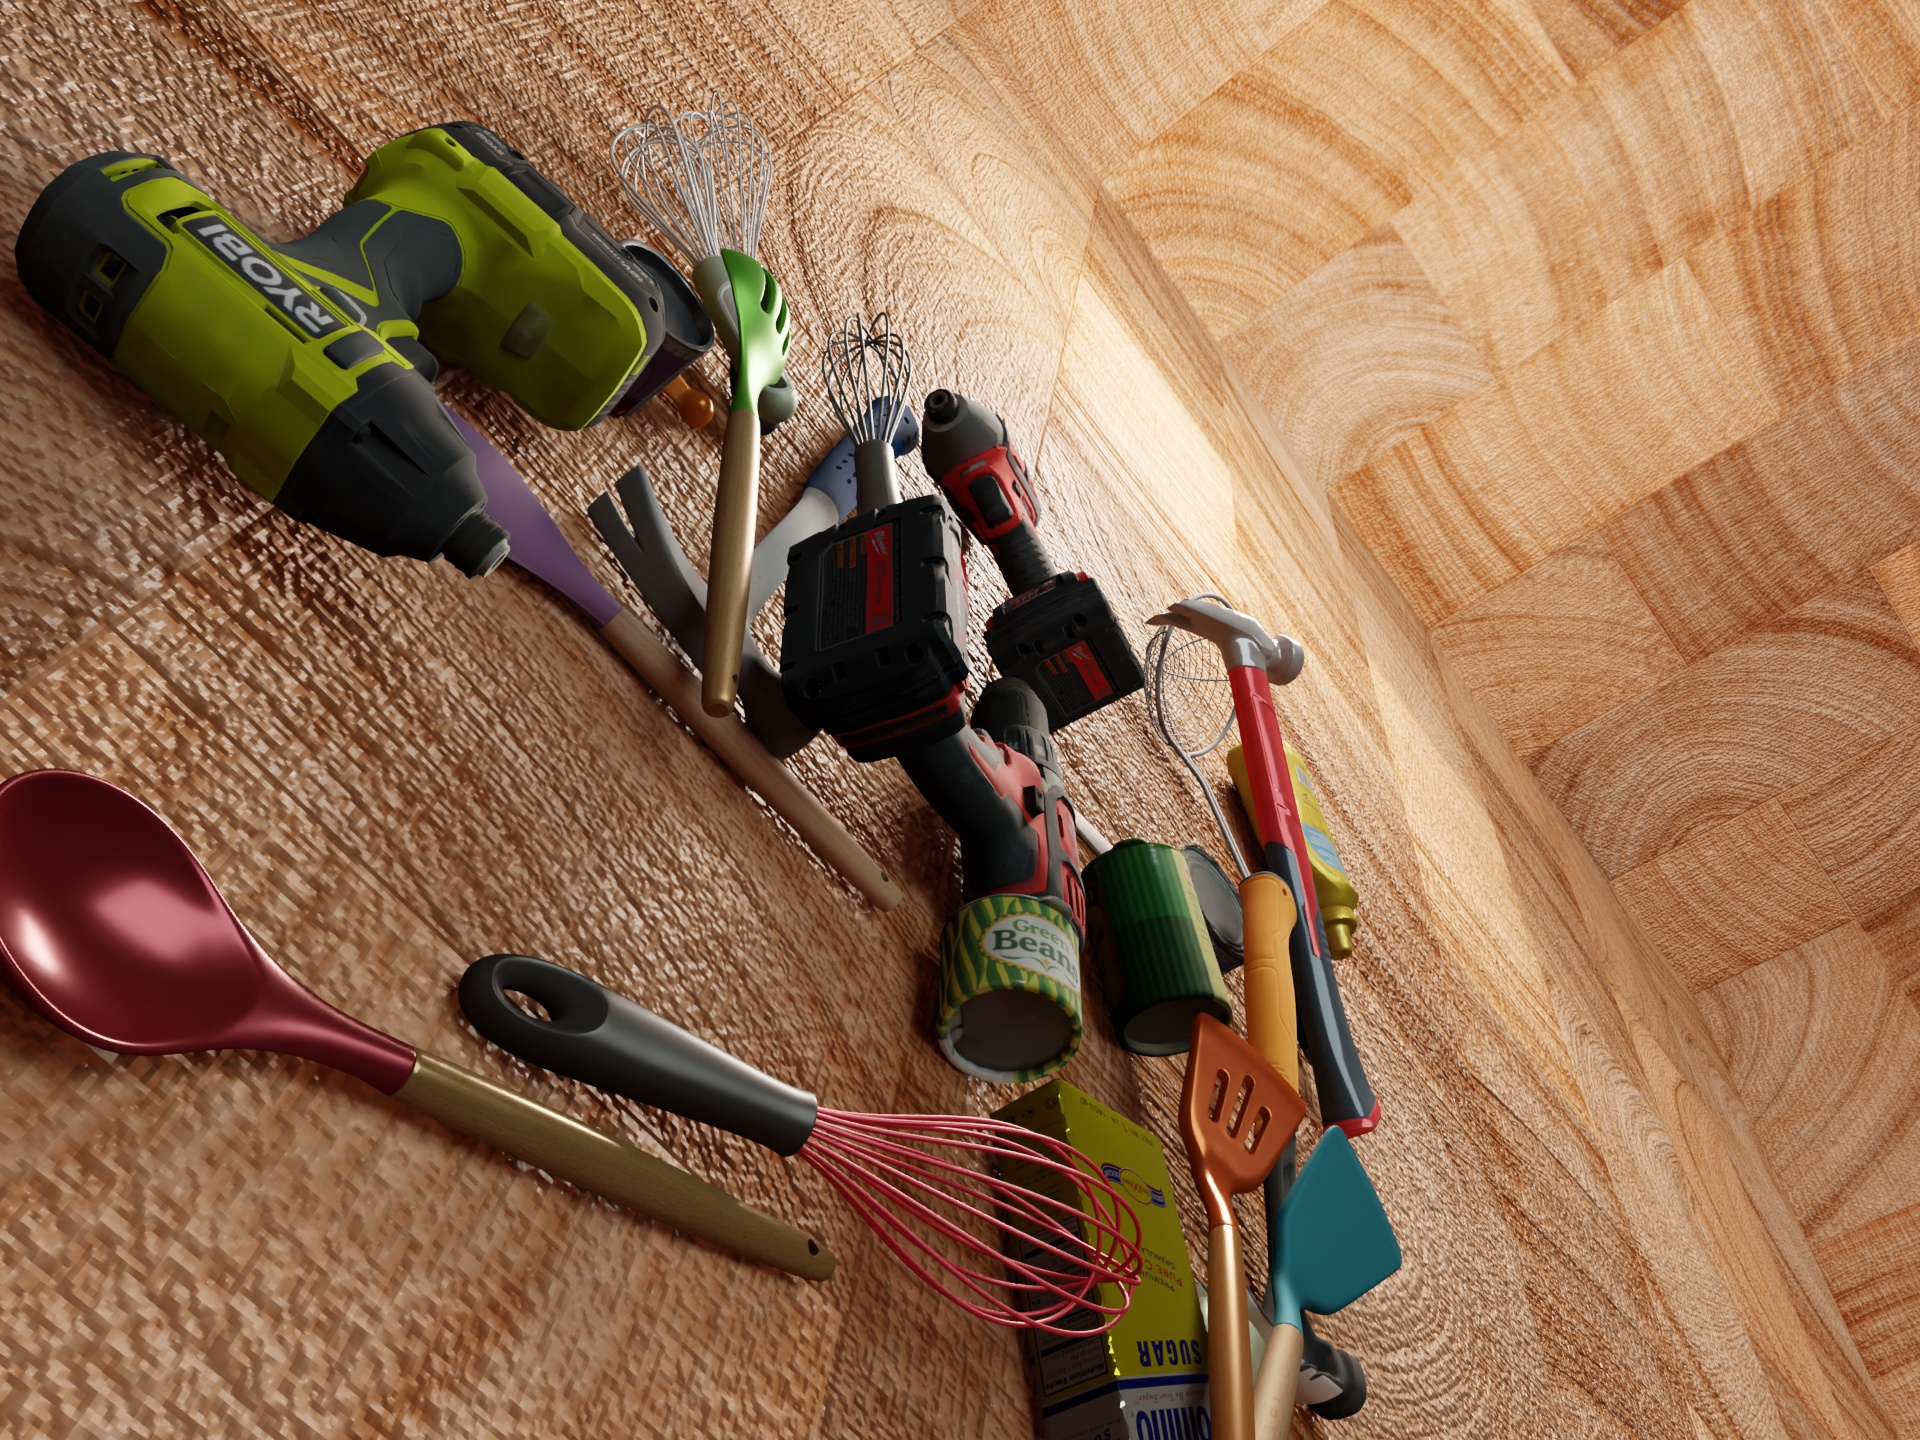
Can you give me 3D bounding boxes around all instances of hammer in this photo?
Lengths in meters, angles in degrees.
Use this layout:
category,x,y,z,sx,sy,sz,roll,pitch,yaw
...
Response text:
category,x,y,z,sx,sy,sz,roll,pitch,yaw
hammer,0.217,0.095,1.100,0.143,0.038,0.387,16,55,-37
hammer,-0.084,-0.121,0.883,0.144,0.035,0.406,51,23,-13
hammer,0.175,0.211,0.911,0.127,0.034,0.337,45,32,-26

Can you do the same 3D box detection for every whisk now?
category,x,y,z,sx,sy,sz,roll,pitch,yaw
whisk,-0.144,-0.263,0.910,0.057,0.059,0.247,-9,59,-31
whisk,-0.139,-0.282,0.972,0.070,0.070,0.285,30,39,-48
whisk,-0.047,-0.150,0.893,0.055,0.055,0.239,37,33,-40
whisk,-0.042,0.149,0.558,0.295,0.073,0.073,32,31,-27

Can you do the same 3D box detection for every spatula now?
category,x,y,z,sx,sy,sz,roll,pitch,yaw
spatula,0.124,0.239,0.705,0.081,0.041,0.323,42,18,-6
spatula,-0.131,-0.027,0.681,0.315,0.018,0.060,47,23,-19
spatula,0.150,0.281,0.701,0.082,0.044,0.317,64,21,0

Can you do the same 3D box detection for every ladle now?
category,x,y,z,sx,sy,sz,roll,pitch,yaw
ladle,-0.142,0.110,0.464,0.315,0.031,0.069,41,29,-37

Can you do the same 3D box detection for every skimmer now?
category,x,y,z,sx,sy,sz,roll,pitch,yaw
skimmer,0.222,0.071,1.174,0.127,0.090,0.364,26,37,-49

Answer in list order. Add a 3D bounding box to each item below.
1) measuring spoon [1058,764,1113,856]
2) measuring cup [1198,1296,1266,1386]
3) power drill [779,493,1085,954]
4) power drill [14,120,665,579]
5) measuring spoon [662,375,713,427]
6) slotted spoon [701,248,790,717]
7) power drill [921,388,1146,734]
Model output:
category,x,y,z,sx,sy,sz,roll,pitch,yaw
measuring spoon,0.081,0.062,0.994,0.124,0.018,0.034,47,24,-24
measuring cup,0.145,0.332,0.729,0.167,0.038,0.083,49,23,-13
power drill,-0.001,-0.003,0.785,0.188,0.080,0.226,-93,159,-46
power drill,-0.204,-0.144,0.596,0.171,0.080,0.223,41,27,-9
measuring spoon,-0.170,-0.199,0.829,0.116,0.011,0.021,48,68,-24
slotted spoon,-0.102,-0.122,0.747,0.070,0.031,0.314,66,16,-47
power drill,0.035,-0.113,1.035,0.143,0.078,0.220,53,12,-56
